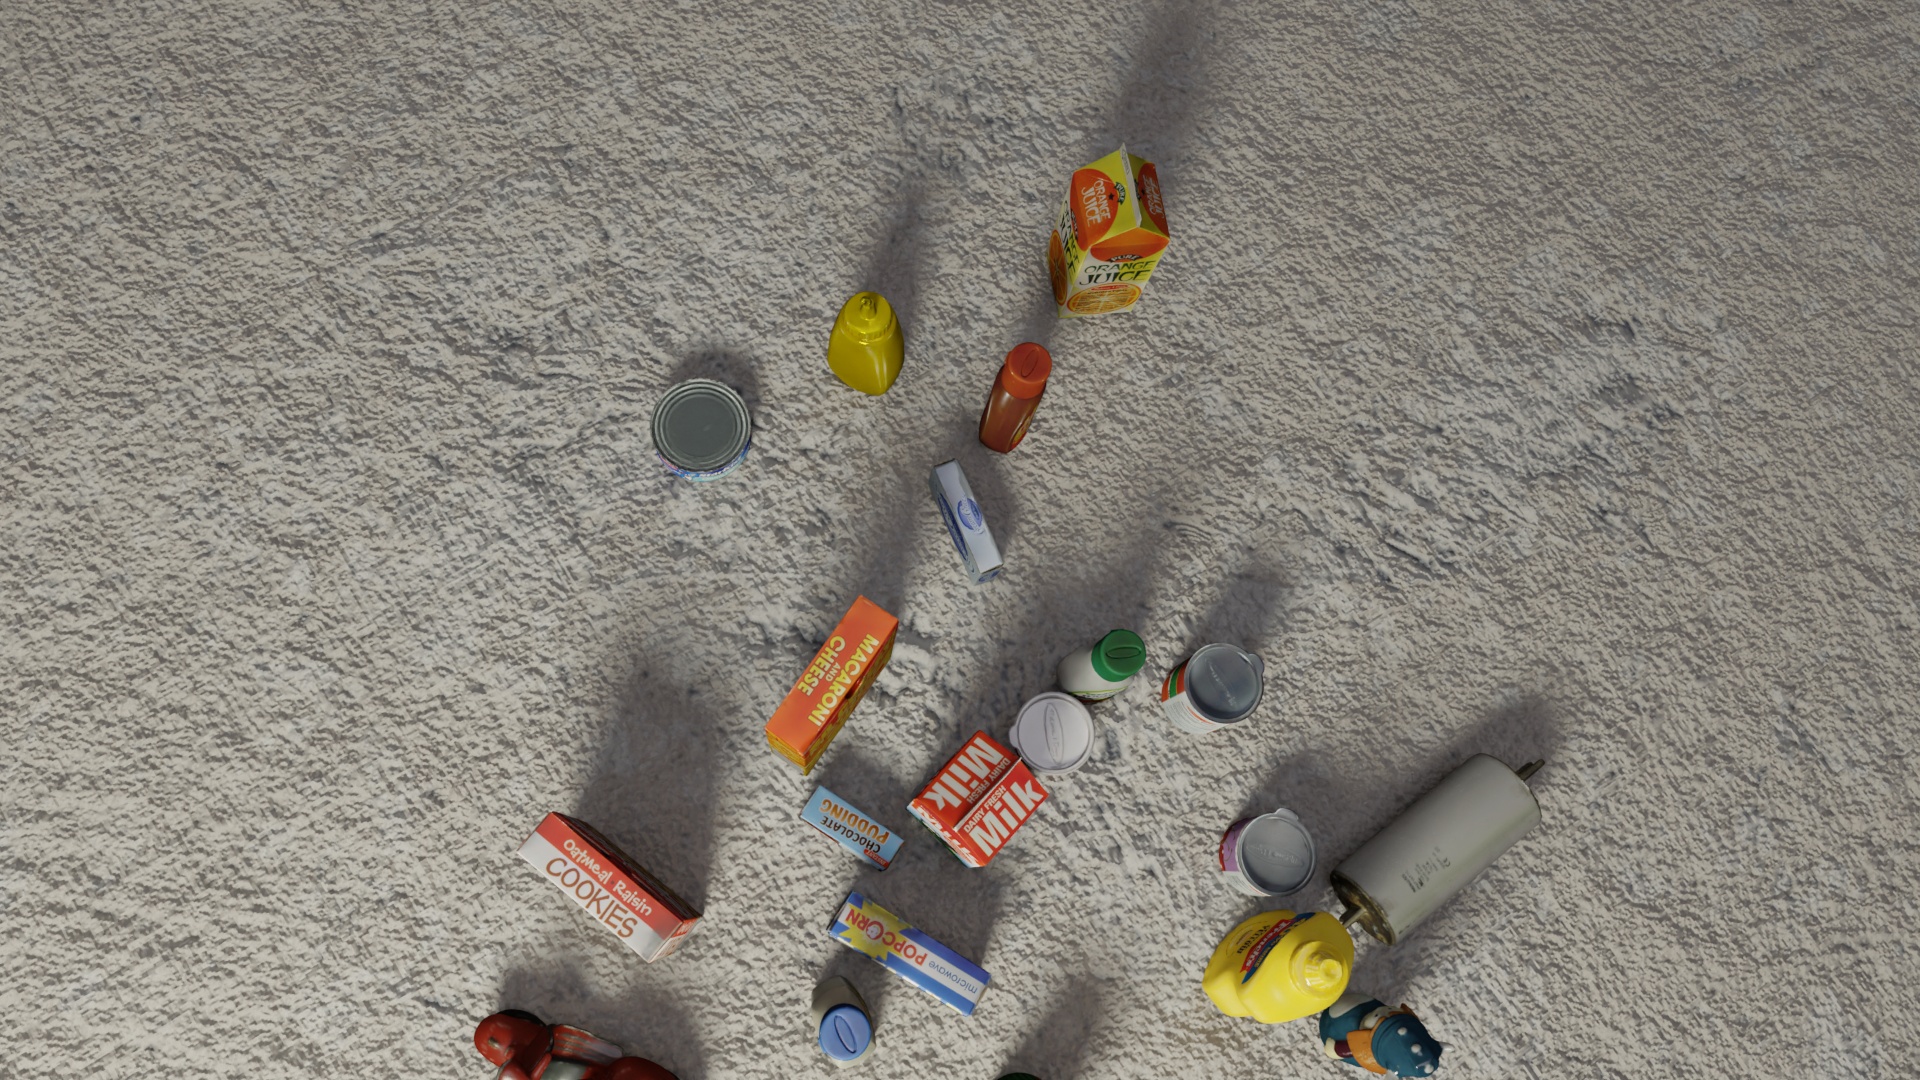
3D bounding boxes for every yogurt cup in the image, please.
[{"bbox_3d":[0.074,0.163,1.155,0.072,0.053,0.072,2,75,-6],"label":"yogurt cup"}]

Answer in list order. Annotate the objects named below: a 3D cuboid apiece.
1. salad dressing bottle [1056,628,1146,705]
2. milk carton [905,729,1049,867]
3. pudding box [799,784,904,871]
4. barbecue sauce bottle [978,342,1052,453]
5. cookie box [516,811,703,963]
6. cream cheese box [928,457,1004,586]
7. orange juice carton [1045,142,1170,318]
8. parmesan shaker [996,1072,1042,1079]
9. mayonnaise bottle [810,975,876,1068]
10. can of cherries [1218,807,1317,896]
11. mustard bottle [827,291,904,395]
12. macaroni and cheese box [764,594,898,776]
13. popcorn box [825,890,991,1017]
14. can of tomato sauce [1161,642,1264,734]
[{"bbox_3d":[0.116,0.103,1.127,0.064,0.147,0.044,-5,76,-7],"label":"salad dressing bottle"},{"bbox_3d":[0.011,0.200,1.068,0.073,0.190,0.072,43,75,6],"label":"milk carton"},{"bbox_3d":[-0.089,0.233,1.121,0.084,0.049,0.030,33,75,3],"label":"pudding box"},{"bbox_3d":[0.048,-0.124,1.180,0.044,0.148,0.065,26,74,1],"label":"barbecue sauce bottle"},{"bbox_3d":[-0.256,0.257,1.036,0.123,0.167,0.040,38,75,4],"label":"cookie box"},{"bbox_3d":[0.004,-0.015,1.196,0.024,0.053,0.104,-22,78,-11],"label":"cream cheese box"},{"bbox_3d":[0.129,-0.265,1.204,0.073,0.192,0.072,-7,76,-8],"label":"orange juice carton"},{"bbox_3d":[0.051,0.440,1.053,0.071,0.103,0.071,1,75,-6],"label":"parmesan shaker"},{"bbox_3d":[-0.087,0.361,1.036,0.041,0.147,0.065,-26,80,-12],"label":"mayonnaise bottle"},{"bbox_3d":[0.254,0.258,1.147,0.071,0.058,0.071,2,75,-6],"label":"can of cherries"},{"bbox_3d":[-0.078,-0.173,1.174,0.065,0.159,0.049,28,75,2],"label":"mustard bottle"},{"bbox_3d":[-0.100,0.118,1.090,0.040,0.166,0.124,34,75,3],"label":"macaroni and cheese box"},{"bbox_3d":[-0.042,0.322,1.084,0.127,0.085,0.038,31,75,2],"label":"popcorn box"},{"bbox_3d":[0.211,0.124,1.165,0.071,0.083,0.071,2,75,-6],"label":"can of tomato sauce"}]
